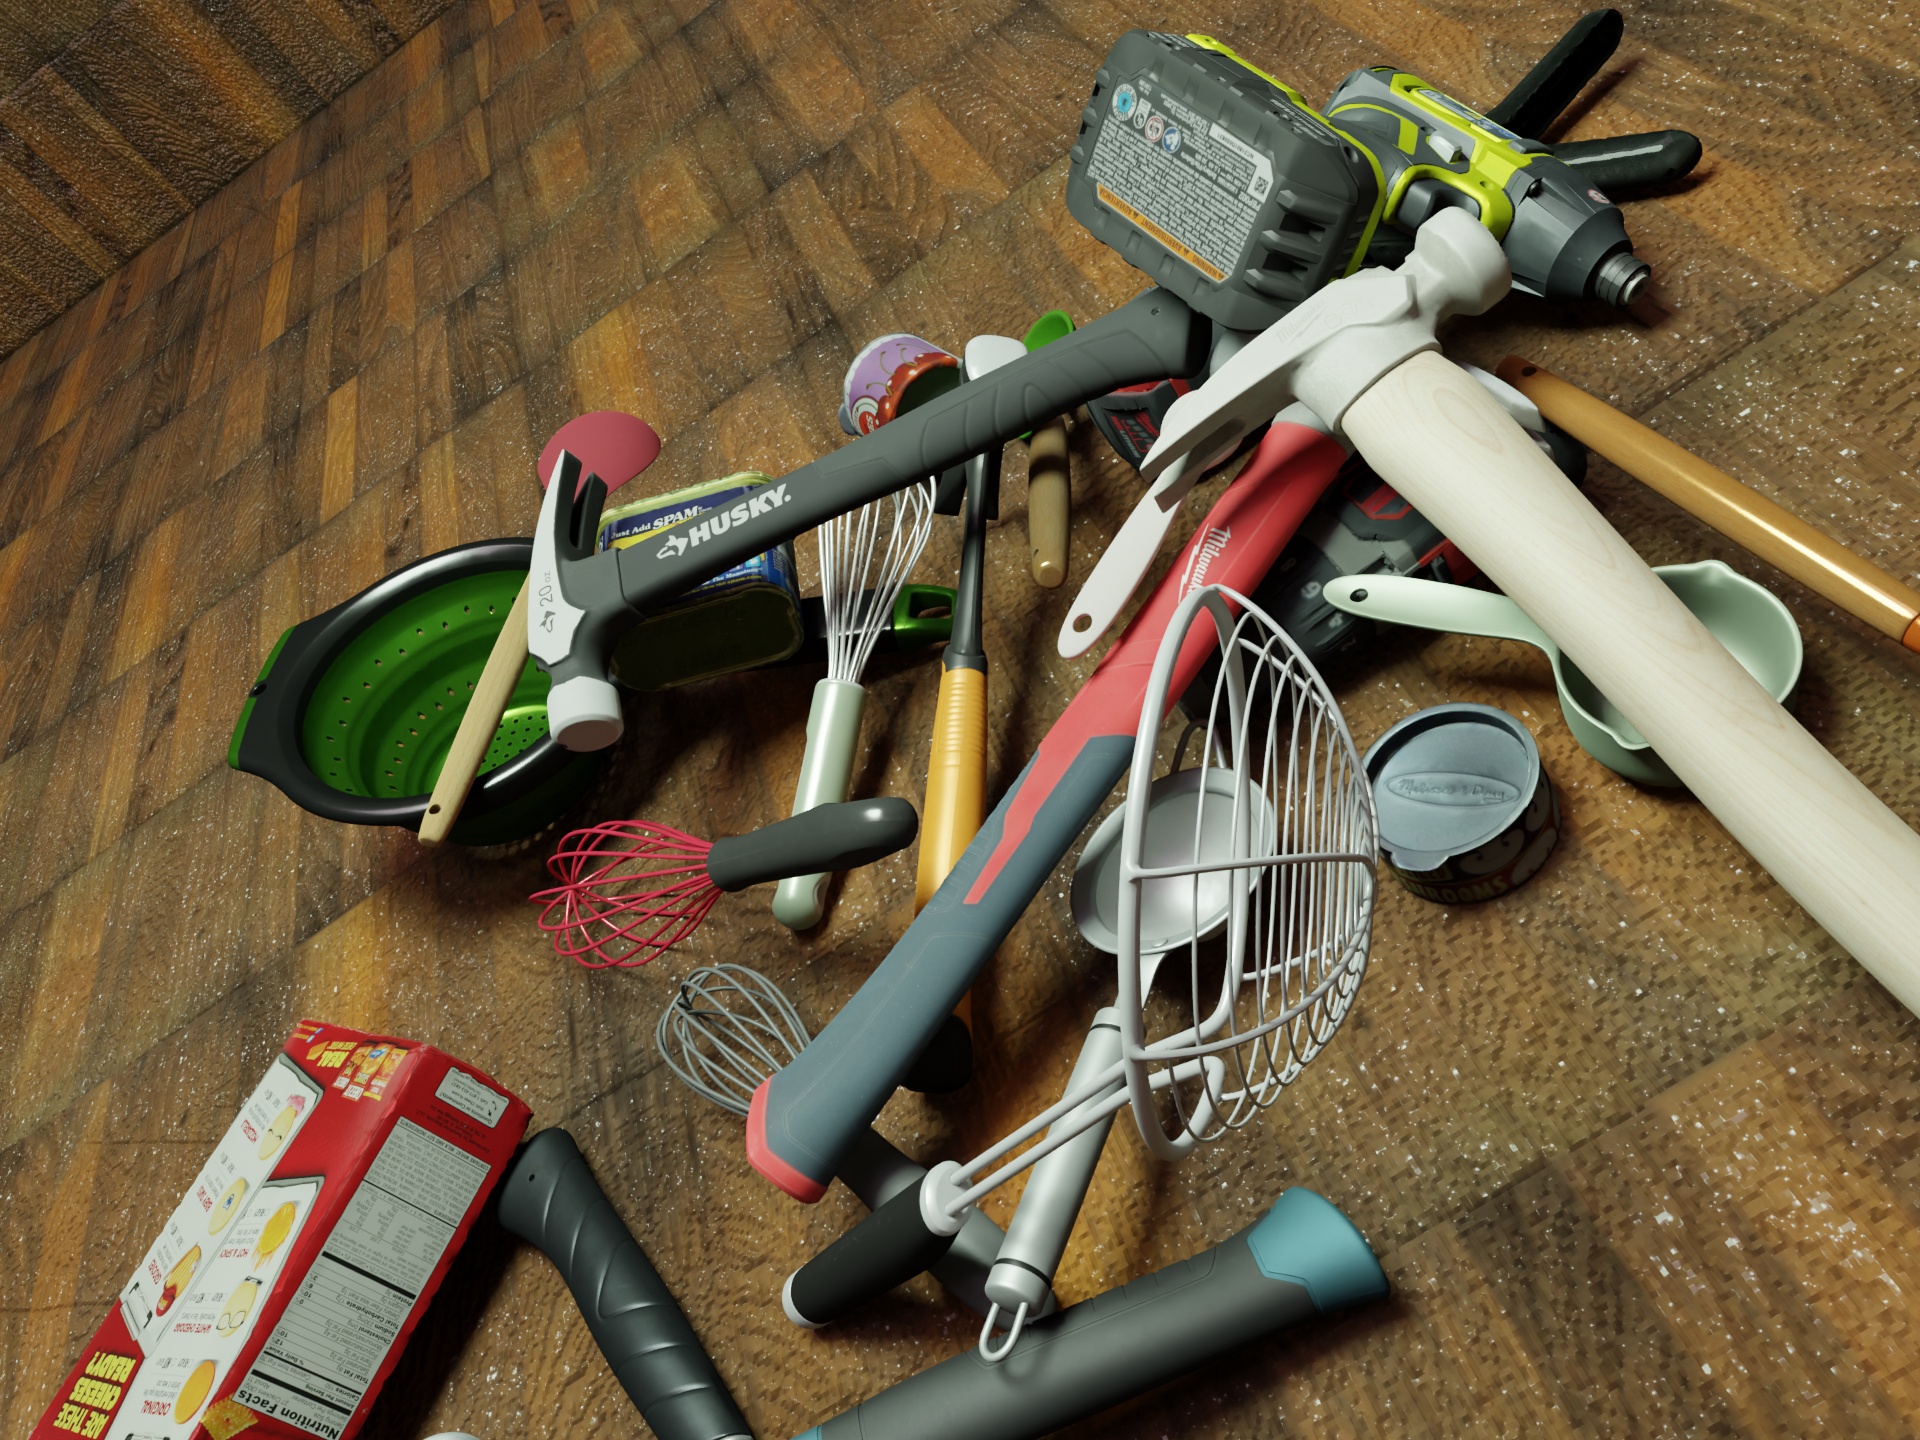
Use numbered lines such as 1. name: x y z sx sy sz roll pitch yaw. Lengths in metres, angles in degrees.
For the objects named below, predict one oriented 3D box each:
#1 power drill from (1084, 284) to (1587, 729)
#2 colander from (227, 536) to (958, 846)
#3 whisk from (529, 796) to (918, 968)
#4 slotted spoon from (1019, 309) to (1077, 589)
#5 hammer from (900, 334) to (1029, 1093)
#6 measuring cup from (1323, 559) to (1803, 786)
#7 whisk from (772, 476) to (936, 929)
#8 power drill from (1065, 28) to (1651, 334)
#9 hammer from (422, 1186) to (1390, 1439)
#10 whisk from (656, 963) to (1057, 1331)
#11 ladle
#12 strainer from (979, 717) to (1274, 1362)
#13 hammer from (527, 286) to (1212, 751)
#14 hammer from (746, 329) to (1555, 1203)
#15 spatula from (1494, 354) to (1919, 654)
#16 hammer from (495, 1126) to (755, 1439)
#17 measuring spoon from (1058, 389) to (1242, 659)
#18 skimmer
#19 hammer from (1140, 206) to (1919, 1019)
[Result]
1. power drill: 0.132 -0.108 0.698 0.188 0.080 0.227 -38 43 4
2. colander: -0.182 -0.008 0.855 0.397 0.094 0.205 -7 47 10
3. whisk: -0.109 0.065 0.685 0.296 0.073 0.073 -18 42 51
4. slotted spoon: 0.041 -0.129 0.752 0.314 0.031 0.070 -85 19 -62
5. hammer: -0.001 -0.002 0.699 0.034 0.127 0.337 7 61 -4
6. measuring cup: 0.209 -0.023 0.569 0.168 0.038 0.083 17 63 37
7. whisk: -0.055 -0.022 0.751 0.059 0.057 0.246 6 73 13
8. power drill: 0.170 -0.218 0.658 0.223 0.080 0.171 -13 47 -38
9. hammer: -0.027 0.225 0.494 0.331 0.033 0.128 -24 32 1
10. whisk: -0.045 0.160 0.615 0.239 0.055 0.055 29 74 43
11. ladle: -0.224 -0.064 0.836 0.069 0.031 0.316 2 51 10
12. strainer: 0.057 0.104 0.556 0.087 0.050 0.259 -11 37 39
13. hammer: -0.047 -0.112 0.696 0.335 0.035 0.146 -23 59 16
14. hammer: 0.059 0.016 0.584 0.143 0.038 0.386 28 77 42
15. spatula: 0.283 -0.037 0.504 0.081 0.041 0.323 -35 46 -3
16. hammer: -0.073 0.262 0.547 0.149 0.036 0.409 -47 40 -9
17. measuring spoon: 0.068 -0.077 0.601 0.034 0.018 0.124 21 74 39
18. skimmer: -0.001 0.104 0.454 0.363 0.090 0.127 -50 14 46
19. hammer: 0.213 0.005 0.470 0.146 0.038 0.411 -37 56 5
